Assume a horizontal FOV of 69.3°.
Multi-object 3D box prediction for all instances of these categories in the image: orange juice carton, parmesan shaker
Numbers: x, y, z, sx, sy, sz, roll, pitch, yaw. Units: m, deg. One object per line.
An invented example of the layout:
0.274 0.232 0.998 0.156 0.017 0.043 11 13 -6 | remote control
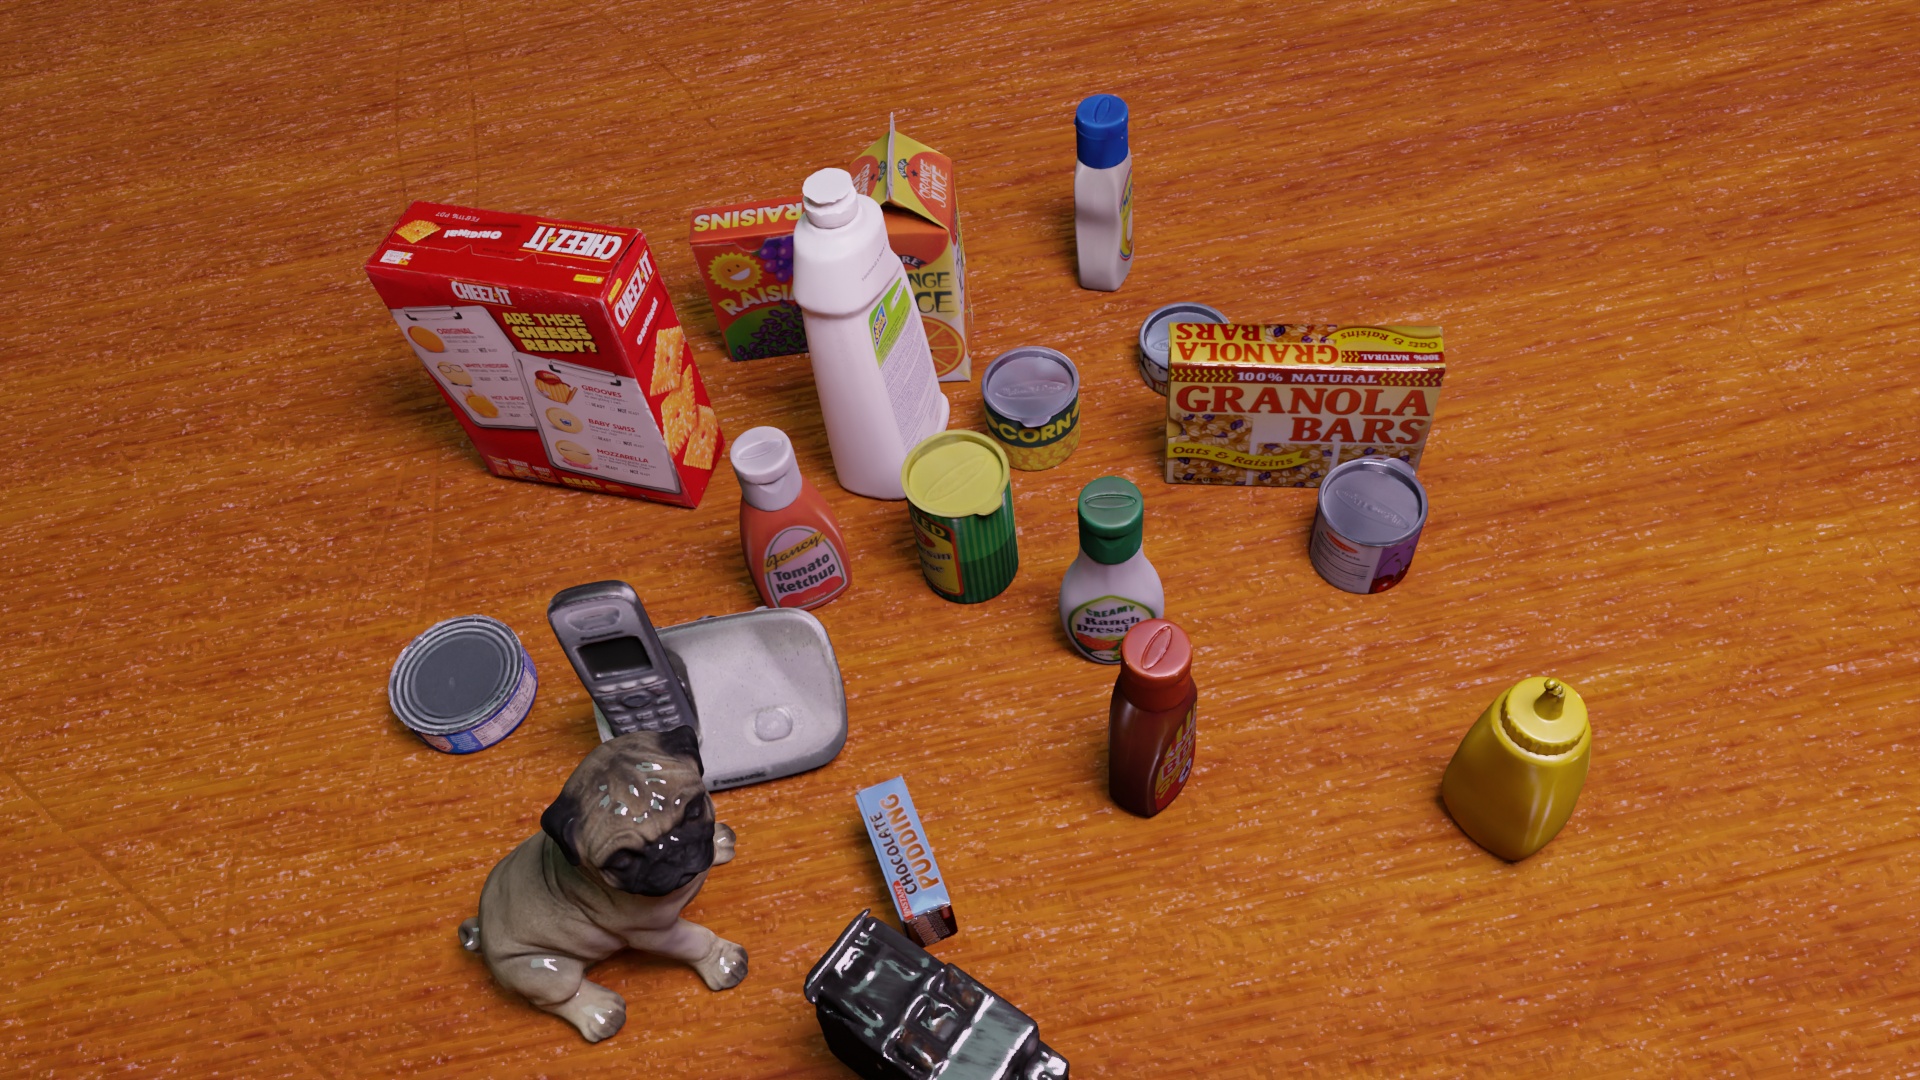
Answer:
-0.036 -0.197 0.960 0.073 0.191 0.072 -2 55 5 | orange juice carton
0.003 -0.011 0.880 0.071 0.102 0.071 -3 55 5 | parmesan shaker

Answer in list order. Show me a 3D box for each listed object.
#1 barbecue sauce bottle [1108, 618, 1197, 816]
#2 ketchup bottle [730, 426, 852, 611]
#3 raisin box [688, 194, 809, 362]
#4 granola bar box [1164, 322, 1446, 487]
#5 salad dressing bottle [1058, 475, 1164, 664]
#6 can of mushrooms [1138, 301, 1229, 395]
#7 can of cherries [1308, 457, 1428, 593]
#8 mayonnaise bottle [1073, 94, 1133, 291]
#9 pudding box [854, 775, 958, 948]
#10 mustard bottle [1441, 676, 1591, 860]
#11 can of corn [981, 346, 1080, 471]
0.106 0.096 0.765 0.044 0.147 0.065 24 62 22 | barbecue sauce bottle
-0.110 -0.012 0.866 0.065 0.148 0.044 -22 56 -8 | ketchup bottle
-0.140 -0.188 1.008 0.086 0.122 0.040 -6 55 2 | raisin box
0.216 -0.084 0.894 0.165 0.123 0.039 2 56 8 | granola bar box
0.089 0.019 0.821 0.064 0.147 0.044 -1 55 6 | salad dressing bottle
0.161 -0.133 0.990 0.071 0.033 0.071 -3 55 5 | can of mushrooms
0.258 -0.010 0.876 0.071 0.058 0.072 -3 55 5 | can of cherries
0.104 -0.253 1.010 0.041 0.147 0.065 10 57 14 | mayonnaise bottle
-0.031 0.181 0.782 0.030 0.049 0.084 -20 55 -7 | pudding box
0.296 0.112 0.725 0.049 0.159 0.065 -37 59 -18 | mustard bottle
0.050 -0.088 0.956 0.071 0.058 0.071 -3 55 5 | can of corn
